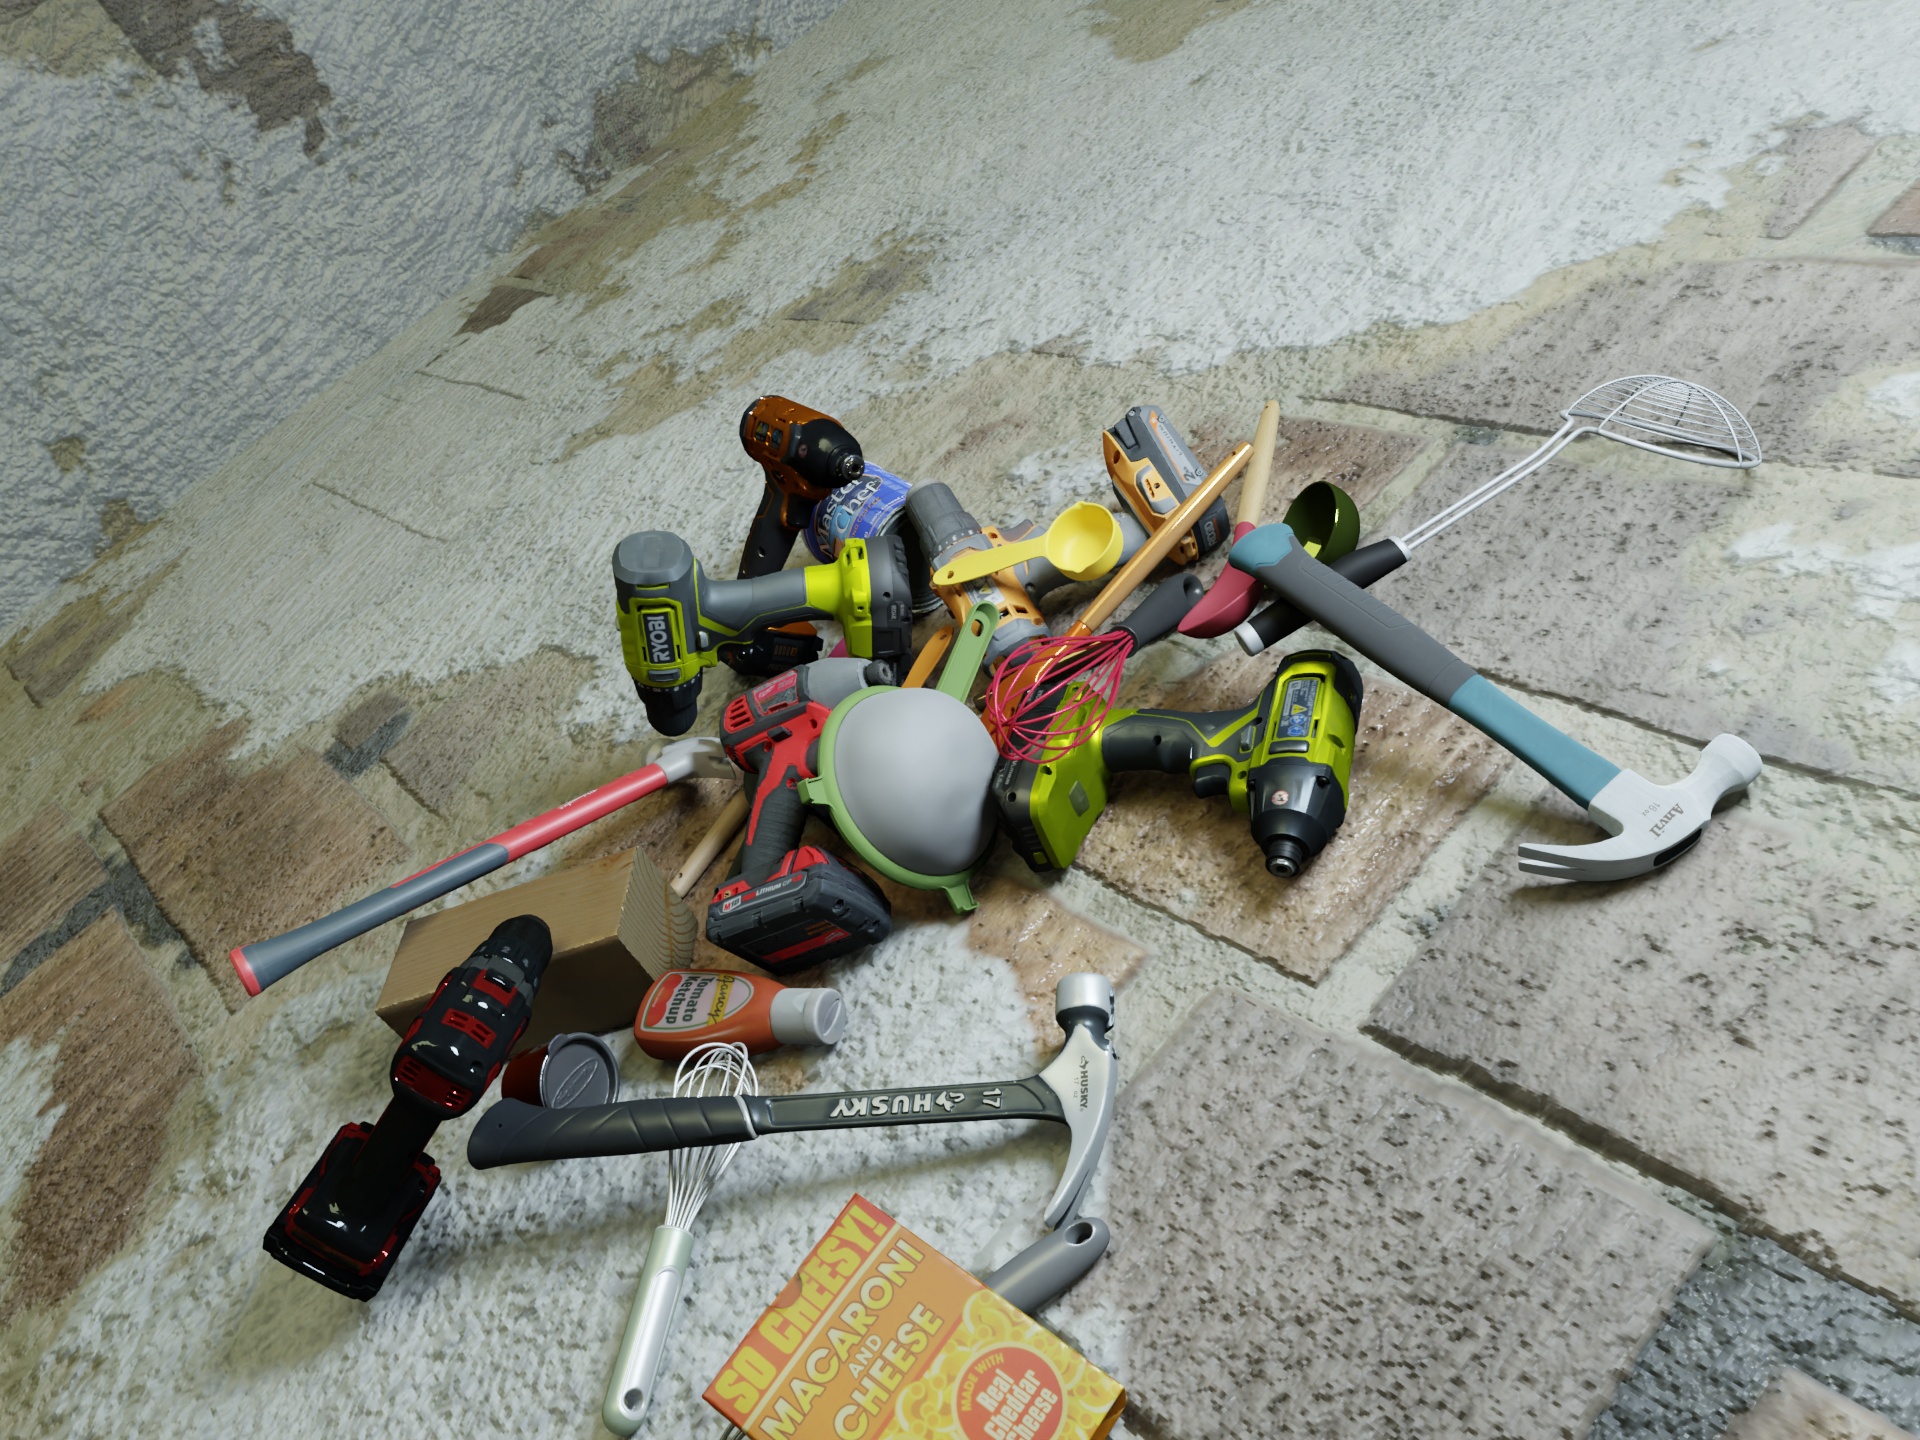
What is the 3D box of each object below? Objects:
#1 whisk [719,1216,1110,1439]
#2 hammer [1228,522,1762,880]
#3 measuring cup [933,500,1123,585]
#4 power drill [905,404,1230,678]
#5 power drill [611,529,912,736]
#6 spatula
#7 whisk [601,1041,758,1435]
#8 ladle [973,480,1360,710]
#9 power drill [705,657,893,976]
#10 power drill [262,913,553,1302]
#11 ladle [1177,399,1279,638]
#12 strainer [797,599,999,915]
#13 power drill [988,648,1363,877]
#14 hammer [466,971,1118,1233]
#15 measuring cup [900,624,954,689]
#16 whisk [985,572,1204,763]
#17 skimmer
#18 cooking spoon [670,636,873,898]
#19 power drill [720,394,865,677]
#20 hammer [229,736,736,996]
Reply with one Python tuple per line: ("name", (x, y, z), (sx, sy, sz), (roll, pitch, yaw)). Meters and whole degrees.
("whisk", (-0.023, 0.329, 0.824), (0.239, 0.055, 0.055), (-32, 35, -9))
("hammer", (0.291, -0.025, 0.949), (0.128, 0.033, 0.331), (-42, 55, -8))
("measuring cup", (0.052, -0.121, 1.209), (0.156, 0.029, 0.062), (-13, 60, 28))
("power drill", (0.076, -0.159, 1.266), (0.226, 0.084, 0.186), (-31, 63, 2))
("power drill", (-0.156, -0.067, 1.270), (0.228, 0.190, 0.080), (-4, 46, -6))
("spatula", (0.112, -0.081, 1.175), (0.322, 0.041, 0.081), (-48, 35, -7))
("whisk", (-0.169, 0.303, 0.958), (0.059, 0.057, 0.247), (-35, 31, 41))
("ladle", (0.148, -0.085, 1.191), (0.320, 0.062, 0.078), (-25, 38, 13))
("power drill", (-0.108, 0.056, 1.124), (0.143, 0.078, 0.220), (-23, 50, 28))
("power drill", (-0.345, 0.240, 1.036), (0.226, 0.080, 0.188), (-55, 9, 19))
("ladle", (0.209, -0.153, 1.158), (0.069, 0.031, 0.316), (-30, 25, 36))
("strainer", (-0.002, -0.004, 1.106), (0.069, 0.151, 0.257), (-33, 26, 45))
("power drill", (0.140, 0.034, 1.034), (0.223, 0.080, 0.171), (-5, 42, 27))
("hammer", (-0.108, 0.238, 0.940), (0.409, 0.036, 0.149), (-8, 49, 16))
("measuring cup", (-0.031, -0.002, 1.223), (0.095, 0.052, 0.174), (-5, 39, 32))
("whisk", (0.098, -0.046, 1.041), (0.073, 0.073, 0.296), (-4, 19, 33))
("skimmer", (0.352, -0.122, 1.056), (0.363, 0.090, 0.127), (-32, 29, -1))
("cooking spoon", (-0.143, 0.022, 1.302), (0.069, 0.017, 0.319), (6, 49, 38))
("power drill", (-0.148, -0.153, 1.357), (0.164, 0.084, 0.226), (32, 111, 51))
("hammer", (-0.355, 0.104, 1.211), (0.386, 0.038, 0.143), (-27, 13, -28))
